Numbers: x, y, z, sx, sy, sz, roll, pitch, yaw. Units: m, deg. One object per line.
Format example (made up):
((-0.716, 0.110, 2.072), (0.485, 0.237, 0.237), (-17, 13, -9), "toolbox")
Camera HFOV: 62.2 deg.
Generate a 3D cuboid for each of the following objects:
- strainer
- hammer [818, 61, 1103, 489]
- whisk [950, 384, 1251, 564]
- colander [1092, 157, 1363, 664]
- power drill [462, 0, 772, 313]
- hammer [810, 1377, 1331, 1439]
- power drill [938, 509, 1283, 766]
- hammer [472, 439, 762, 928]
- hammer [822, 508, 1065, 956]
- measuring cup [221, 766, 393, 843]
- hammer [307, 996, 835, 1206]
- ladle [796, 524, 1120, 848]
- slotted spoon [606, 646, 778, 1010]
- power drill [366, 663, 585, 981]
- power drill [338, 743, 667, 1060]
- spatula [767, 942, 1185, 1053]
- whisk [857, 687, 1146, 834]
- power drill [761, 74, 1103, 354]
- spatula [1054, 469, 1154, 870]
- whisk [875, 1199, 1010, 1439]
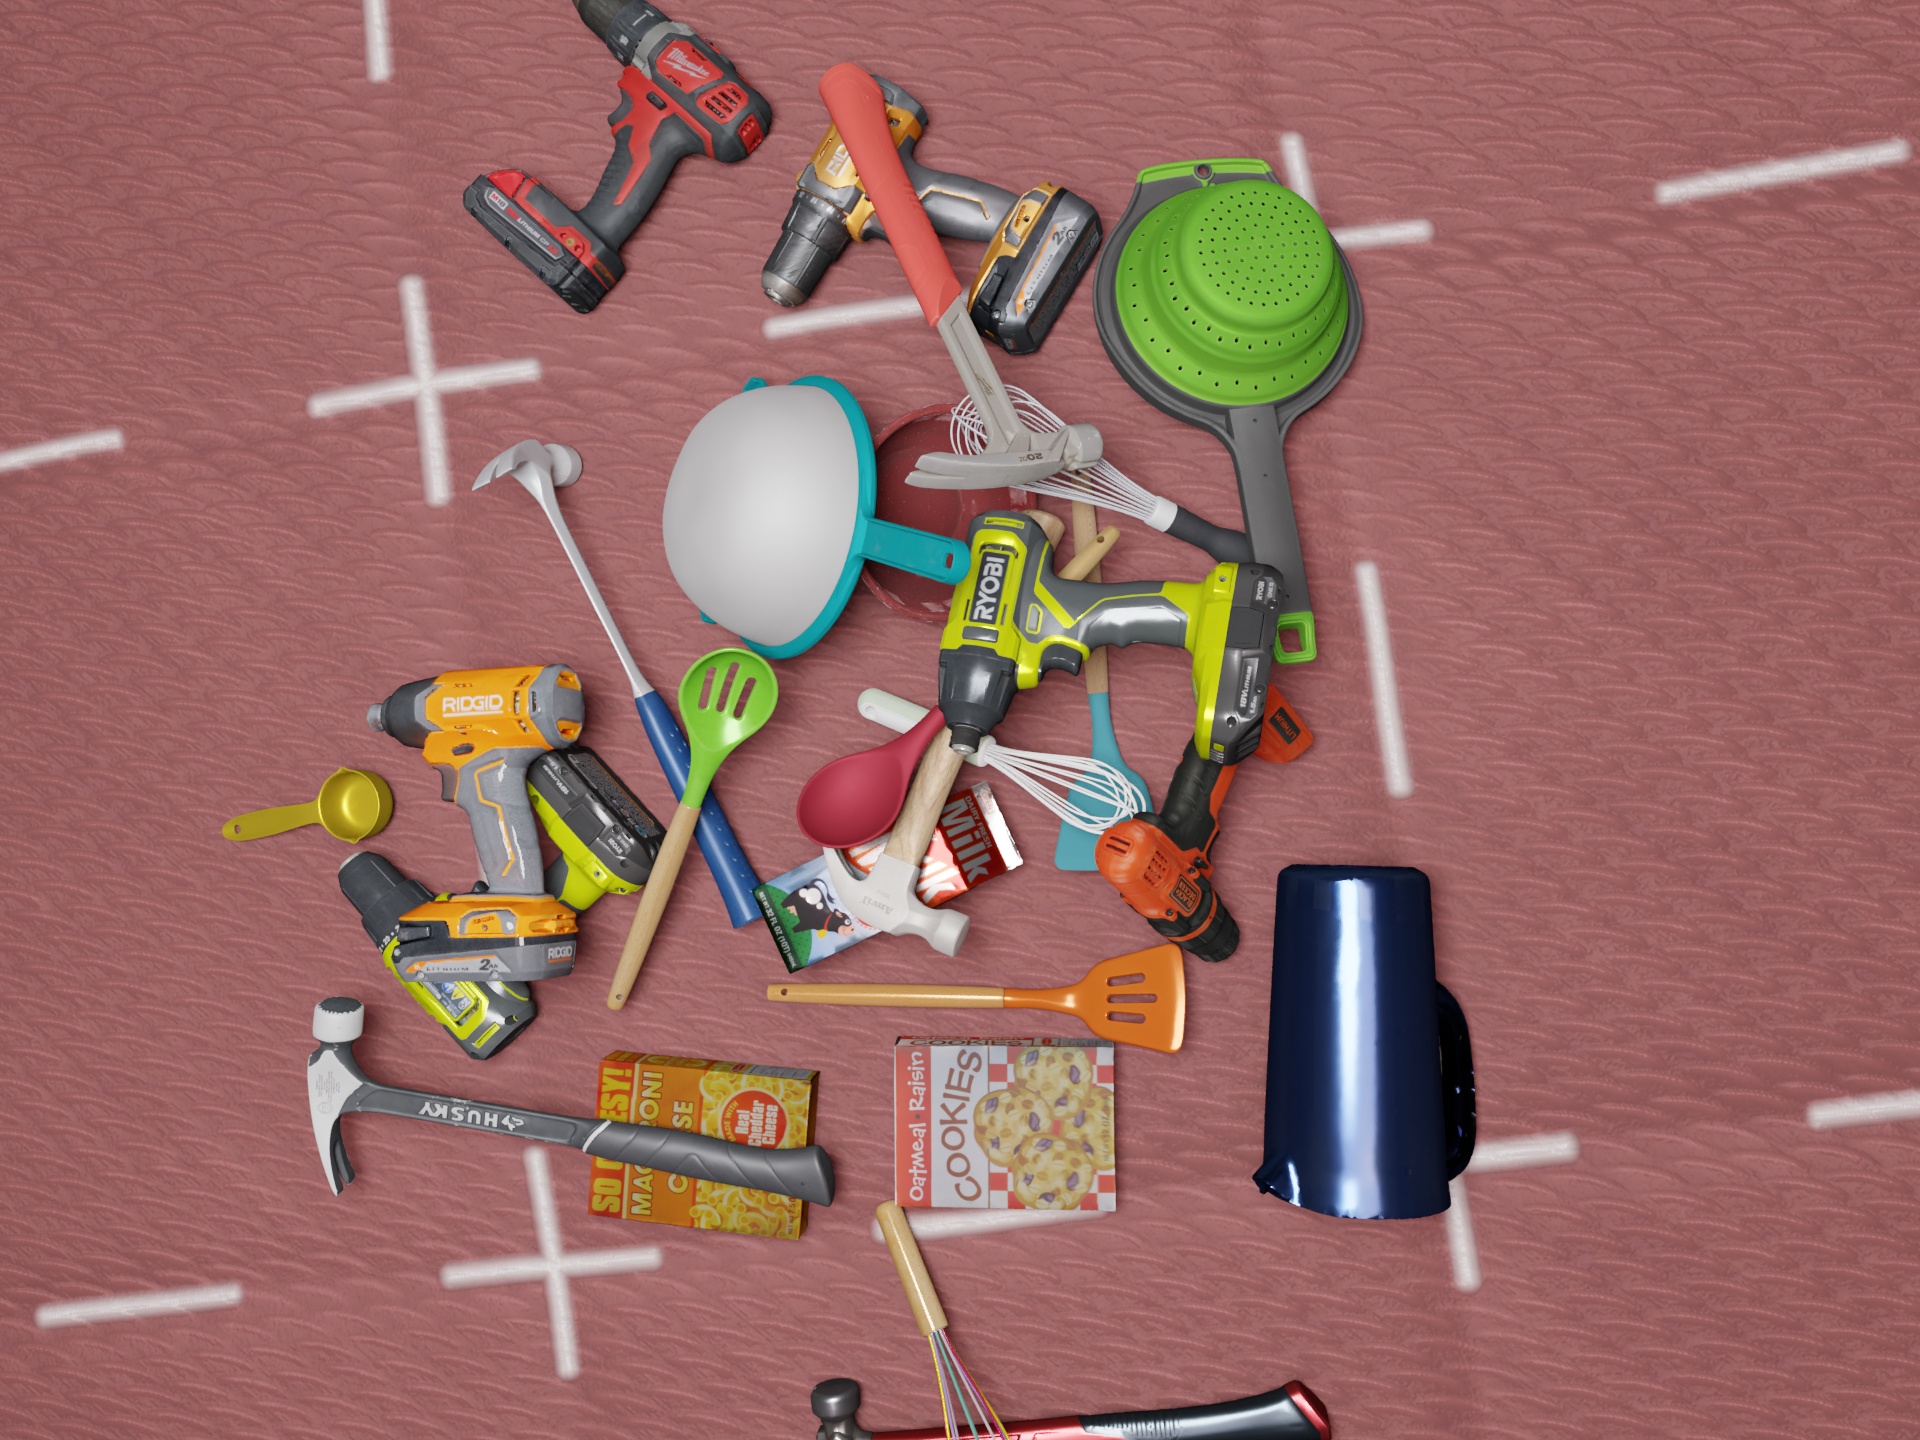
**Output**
((-0.121, -0.139, 1.102), (0.095, 0.341, 0.211), (8, 99, -36), "strainer")
((-0.032, -0.317, 1.112), (0.149, 0.036, 0.359), (-11, 67, -32), "hammer")
((0.119, -0.165, 1.165), (0.284, 0.070, 0.070), (24, 92, -16), "whisk")
((0.215, -0.241, 1.137), (0.204, 0.094, 0.397), (-7, 80, -7), "colander")
((-0.283, -0.457, 1.246), (0.188, 0.080, 0.226), (43, 91, 6), "power drill")
((0.084, 0.557, 1.196), (0.386, 0.038, 0.143), (-7, 89, 6), "hammer")
((0.099, -0.046, 1.085), (0.223, 0.080, 0.171), (9, 72, 11), "power drill")
((-0.249, -0.028, 1.215), (0.035, 0.144, 0.405), (-26, 93, 12), "hammer")
((-0.002, -0.004, 1.164), (0.130, 0.031, 0.331), (20, 79, 14), "hammer")
((-0.528, 0.076, 1.289), (0.156, 0.029, 0.062), (-11, 87, 18), "measuring cup")
((-0.295, 0.315, 1.199), (0.409, 0.036, 0.149), (9, 101, 4), "hammer")
((0.004, -0.026, 1.139), (0.069, 0.031, 0.315), (41, 83, 22), "ladle")
((-0.210, 0.083, 1.180), (0.070, 0.031, 0.313), (17, 109, -18), "slotted spoon")
((-0.359, 0.075, 1.163), (0.164, 0.084, 0.226), (-3, 85, 13), "power drill")
((-0.359, 0.124, 1.239), (0.228, 0.080, 0.190), (-44, 86, 7), "power drill")
((0.009, 0.209, 1.212), (0.322, 0.041, 0.081), (0, 76, 8), "spatula")
((0.026, 0.027, 1.189), (0.246, 0.057, 0.059), (23, 49, 23), "whisk")
((-0.030, -0.363, 1.212), (0.226, 0.084, 0.185), (32, 92, 11), "power drill")
((0.102, -0.047, 1.206), (0.082, 0.044, 0.317), (-6, 87, 15), "spatula")
((-0.013, 0.475, 1.178), (0.047, 0.051, 0.245), (-26, 68, 4), "whisk")
